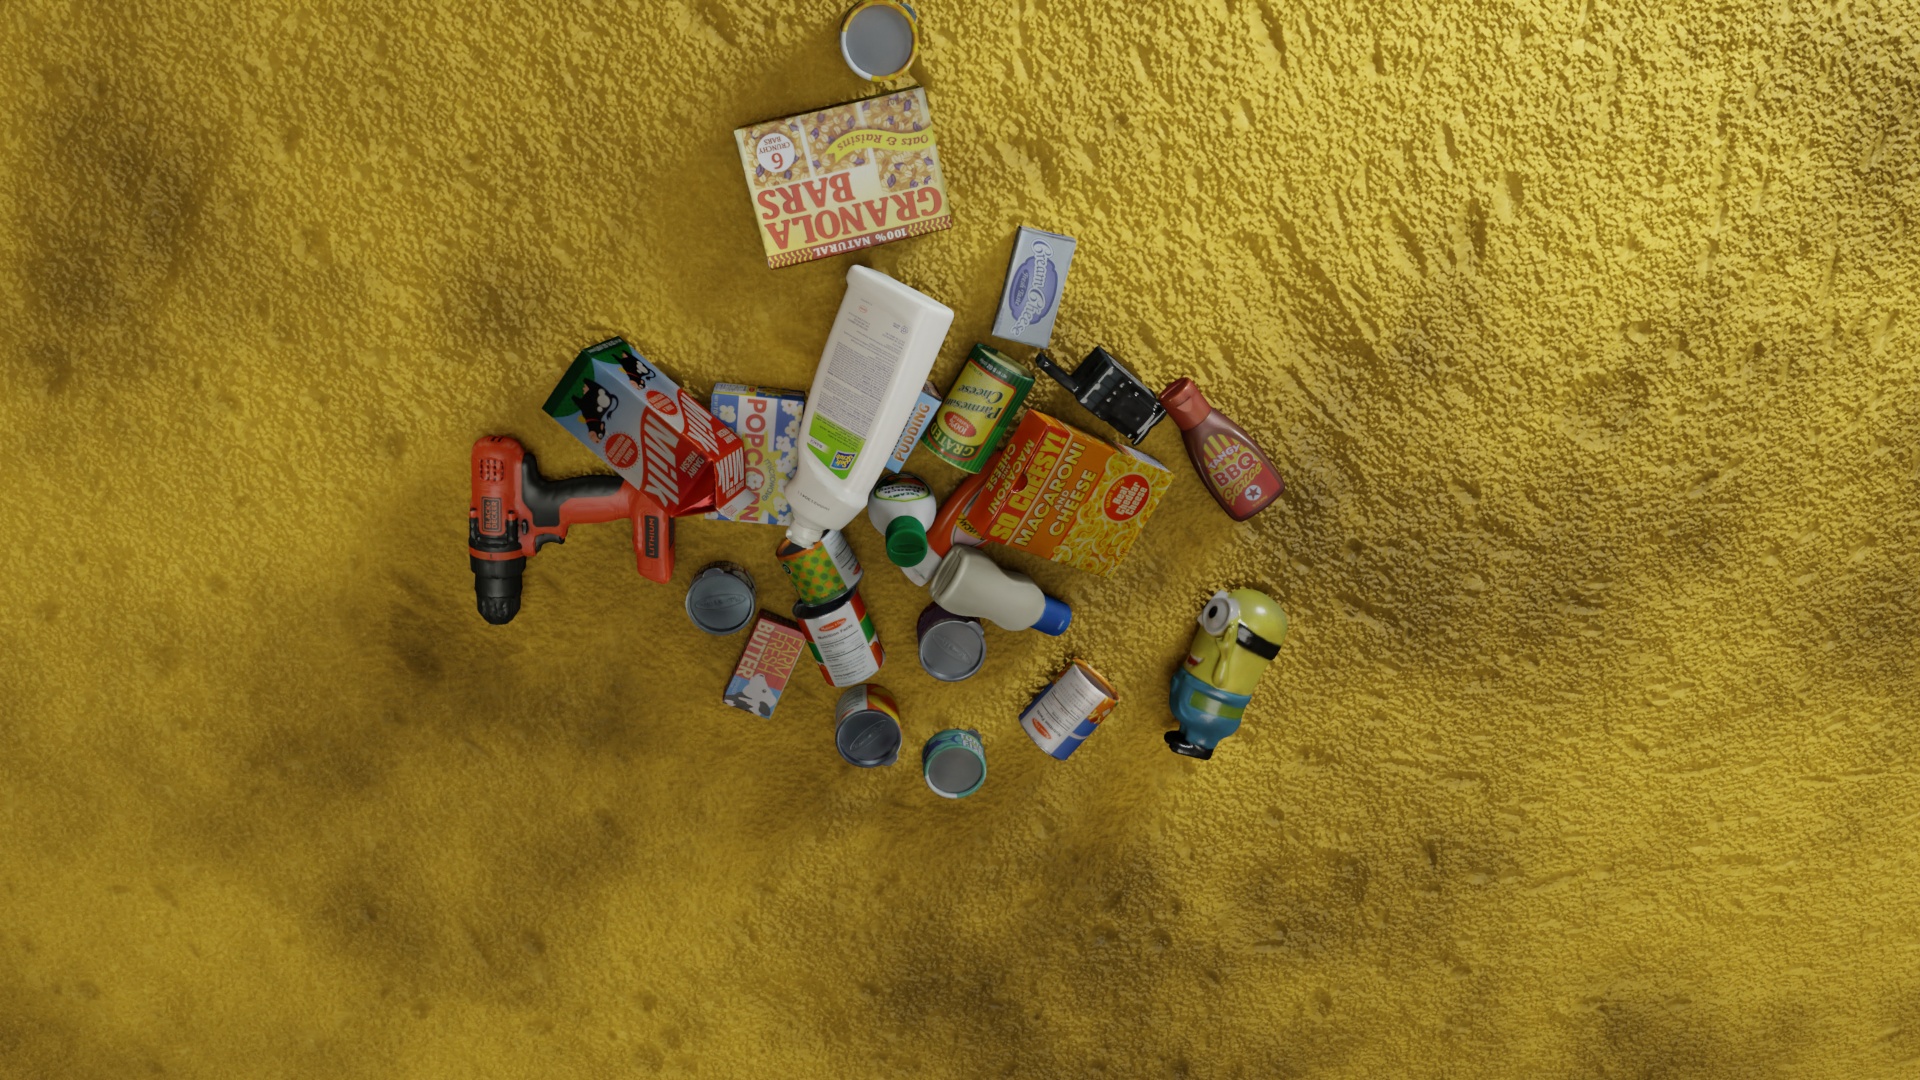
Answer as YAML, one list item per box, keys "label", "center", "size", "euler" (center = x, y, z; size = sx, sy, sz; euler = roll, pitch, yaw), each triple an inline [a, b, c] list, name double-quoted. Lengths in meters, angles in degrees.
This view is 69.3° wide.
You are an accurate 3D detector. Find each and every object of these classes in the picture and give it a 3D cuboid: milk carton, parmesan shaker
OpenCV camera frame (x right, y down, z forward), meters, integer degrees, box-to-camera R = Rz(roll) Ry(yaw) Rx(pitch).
- label: "milk carton"
  center: [-0.266, -0.089, 1.236]
  size: [0.190, 0.072, 0.073]
  euler: [40, 112, -2]
- label: "parmesan shaker"
  center: [0.014, -0.124, 1.283]
  size: [0.071, 0.071, 0.102]
  euler: [27, 106, -14]

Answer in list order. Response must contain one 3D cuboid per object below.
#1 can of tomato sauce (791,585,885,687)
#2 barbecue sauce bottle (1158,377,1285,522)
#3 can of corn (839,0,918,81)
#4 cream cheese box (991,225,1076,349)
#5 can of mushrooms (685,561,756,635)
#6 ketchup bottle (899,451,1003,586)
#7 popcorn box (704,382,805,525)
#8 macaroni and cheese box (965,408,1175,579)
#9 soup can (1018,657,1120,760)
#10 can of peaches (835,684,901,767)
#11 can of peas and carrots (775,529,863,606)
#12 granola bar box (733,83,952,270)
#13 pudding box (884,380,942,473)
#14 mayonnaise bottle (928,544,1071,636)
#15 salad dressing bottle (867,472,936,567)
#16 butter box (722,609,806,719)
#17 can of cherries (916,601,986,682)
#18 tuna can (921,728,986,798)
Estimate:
- label: "can of tomato sauce"
  center: [-0.117, 0.090, 1.353]
  size: [0.071, 0.071, 0.082]
  euler: [-20, 115, 3]
- label: "barbecue sauce bottle"
  center: [0.245, -0.090, 1.328]
  size: [0.065, 0.044, 0.148]
  euler: [-37, 109, 10]
- label: "can of corn"
  center: [-0.067, -0.421, 1.162]
  size: [0.071, 0.058, 0.071]
  euler: [-2, 112, -4]
- label: "cream cheese box"
  center: [0.066, -0.231, 1.267]
  size: [0.053, 0.024, 0.103]
  euler: [12, 110, -10]
- label: "can of mushrooms"
  center: [-0.232, 0.053, 1.346]
  size: [0.071, 0.033, 0.070]
  euler: [-2, 112, -4]
- label: "ketchup bottle"
  center: [0.005, -0.017, 1.335]
  size: [0.148, 0.044, 0.064]
  euler: [-41, 118, 11]
- label: "popcorn box"
  center: [-0.192, -0.080, 1.295]
  size: [0.085, 0.038, 0.126]
  euler: [5, 111, -7]
- label: "macaroni and cheese box"
  center: [0.105, -0.041, 1.304]
  size: [0.166, 0.040, 0.123]
  euler: [18, 110, -36]
- label: "soup can"
  center: [0.111, 0.170, 1.407]
  size: [0.071, 0.071, 0.083]
  euler: [38, 103, -17]
- label: "can of peaches"
  center: [-0.092, 0.187, 1.398]
  size: [0.071, 0.058, 0.071]
  euler: [-2, 111, -5]
- label: "can of peas and carrots"
  center: [-0.137, 0.022, 1.325]
  size: [0.071, 0.071, 0.058]
  euler: [-25, 111, 5]
- label: "granola bar box"
  center: [-0.101, -0.316, 1.211]
  size: [0.166, 0.039, 0.123]
  euler: [-13, 111, 0]
- label: "pudding box"
  center: [-0.052, -0.110, 1.290]
  size: [0.030, 0.050, 0.083]
  euler: [28, 107, -18]
- label: "mayonnaise bottle"
  center: [0.043, 0.055, 1.345]
  size: [0.148, 0.041, 0.064]
  euler: [24, 102, -34]
- label: "salad dressing bottle"
  center: [-0.052, -0.019, 1.272]
  size: [0.064, 0.148, 0.043]
  euler: [-1, 112, -5]
- label: "butter box"
  center: [-0.194, 0.123, 1.381]
  size: [0.053, 0.024, 0.103]
  euler: [21, 108, -13]
- label: "can of cherries"
  center: [-0.008, 0.096, 1.370]
  size: [0.071, 0.058, 0.071]
  euler: [-1, 111, -4]
- label: "tuna can"
  center: [-0.005, 0.230, 1.435]
  size: [0.071, 0.033, 0.070]
  euler: [-2, 112, -4]
